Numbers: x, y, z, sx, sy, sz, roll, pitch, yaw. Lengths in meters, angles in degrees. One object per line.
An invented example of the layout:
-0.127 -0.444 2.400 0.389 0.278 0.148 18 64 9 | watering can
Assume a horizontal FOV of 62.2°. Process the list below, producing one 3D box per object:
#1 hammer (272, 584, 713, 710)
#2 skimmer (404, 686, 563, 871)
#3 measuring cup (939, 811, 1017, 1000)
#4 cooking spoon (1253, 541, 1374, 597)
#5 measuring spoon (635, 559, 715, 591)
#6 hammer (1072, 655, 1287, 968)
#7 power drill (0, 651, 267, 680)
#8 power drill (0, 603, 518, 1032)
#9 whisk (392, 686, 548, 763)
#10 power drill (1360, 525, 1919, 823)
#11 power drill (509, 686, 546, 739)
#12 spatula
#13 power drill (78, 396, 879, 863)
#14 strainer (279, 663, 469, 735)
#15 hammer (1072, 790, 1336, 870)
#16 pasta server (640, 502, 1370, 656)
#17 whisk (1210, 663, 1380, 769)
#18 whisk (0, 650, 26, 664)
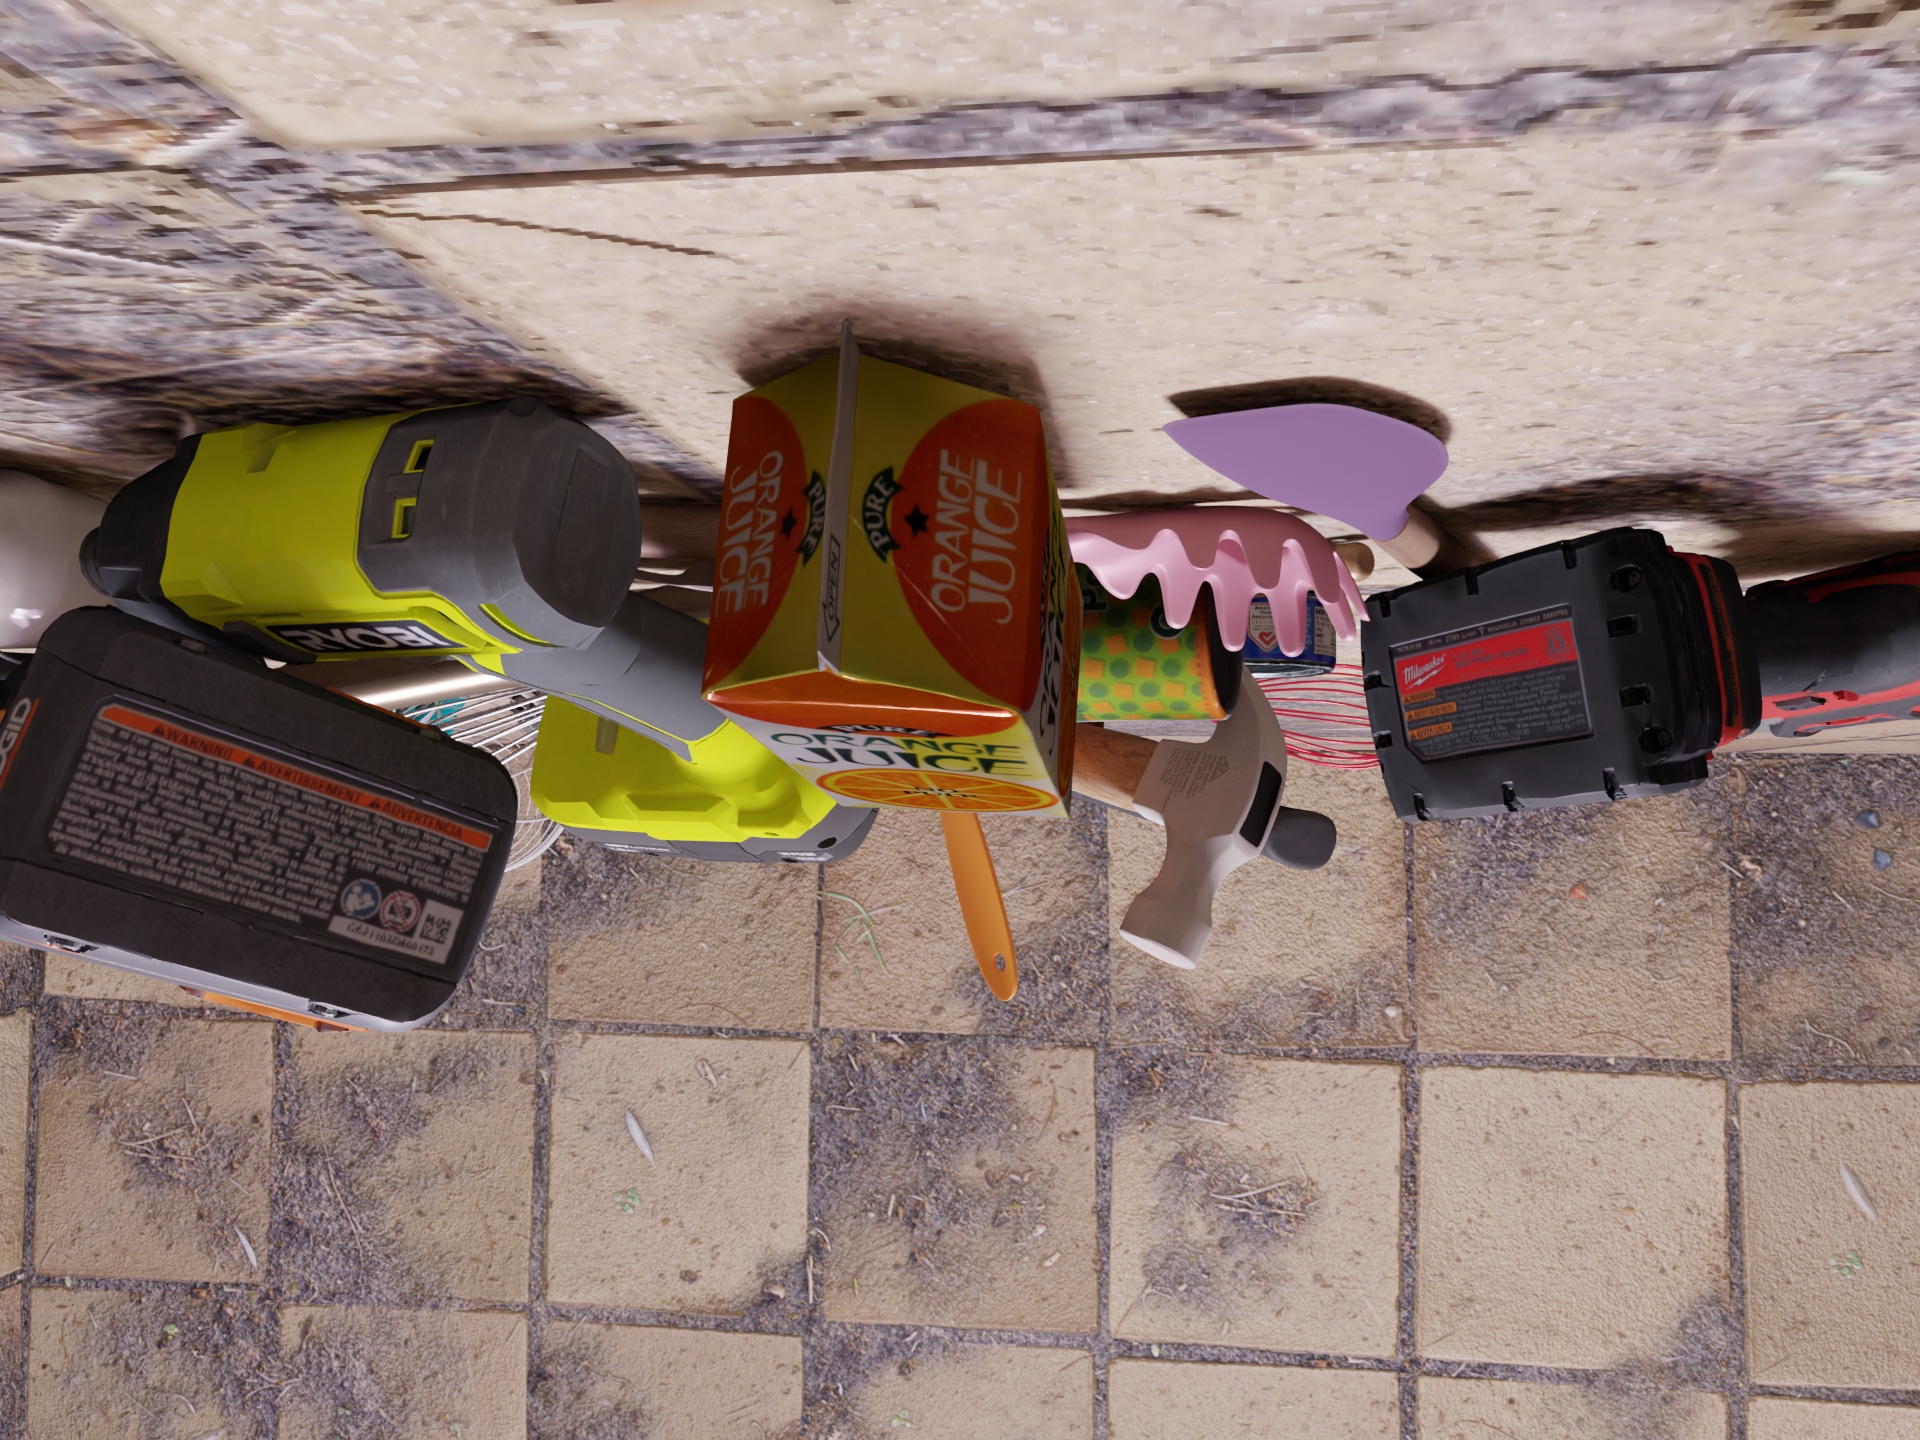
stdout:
-0.284 -0.004 0.614 0.410 0.038 0.146 -12 178 -17 | hammer
-0.200 0.004 1.010 0.090 0.127 0.363 17 -156 38 | skimmer
0.013 0.020 0.618 0.052 0.174 0.095 -2 164 -44 | measuring cup
0.045 -0.051 0.689 0.068 0.017 0.319 22 165 -36 | cooking spoon
-0.130 -0.063 0.593 0.124 0.018 0.034 8 180 -13 | measuring spoon
-0.001 -0.002 0.696 0.331 0.130 0.031 17 165 45 | hammer
-0.507 -0.021 0.868 0.228 0.080 0.191 -1 180 -40 | power drill
-0.239 0.023 0.451 0.164 0.084 0.226 25 164 -34 | power drill
-0.151 -0.020 0.707 0.246 0.059 0.058 -15 178 9 | whisk
0.248 -0.017 0.574 0.226 0.080 0.188 -6 175 -31 | power drill
-0.215 -0.004 1.168 0.220 0.078 0.143 3 177 19 | power drill
0.142 -0.060 0.501 0.060 0.018 0.315 -2 175 27 | spatula
-0.131 -0.021 0.484 0.171 0.080 0.223 -1 162 26 | power drill
-0.419 0.008 1.074 0.095 0.211 0.340 43 -175 -9 | strainer
0.017 0.018 0.893 0.409 0.036 0.149 15 -179 36 | hammer
-0.029 -0.052 0.511 0.316 0.040 0.060 2 165 0 | pasta server
0.171 -0.012 1.092 0.296 0.073 0.073 7 179 20 | whisk
-0.265 -0.045 0.640 0.055 0.055 0.238 -2 180 42 | whisk
